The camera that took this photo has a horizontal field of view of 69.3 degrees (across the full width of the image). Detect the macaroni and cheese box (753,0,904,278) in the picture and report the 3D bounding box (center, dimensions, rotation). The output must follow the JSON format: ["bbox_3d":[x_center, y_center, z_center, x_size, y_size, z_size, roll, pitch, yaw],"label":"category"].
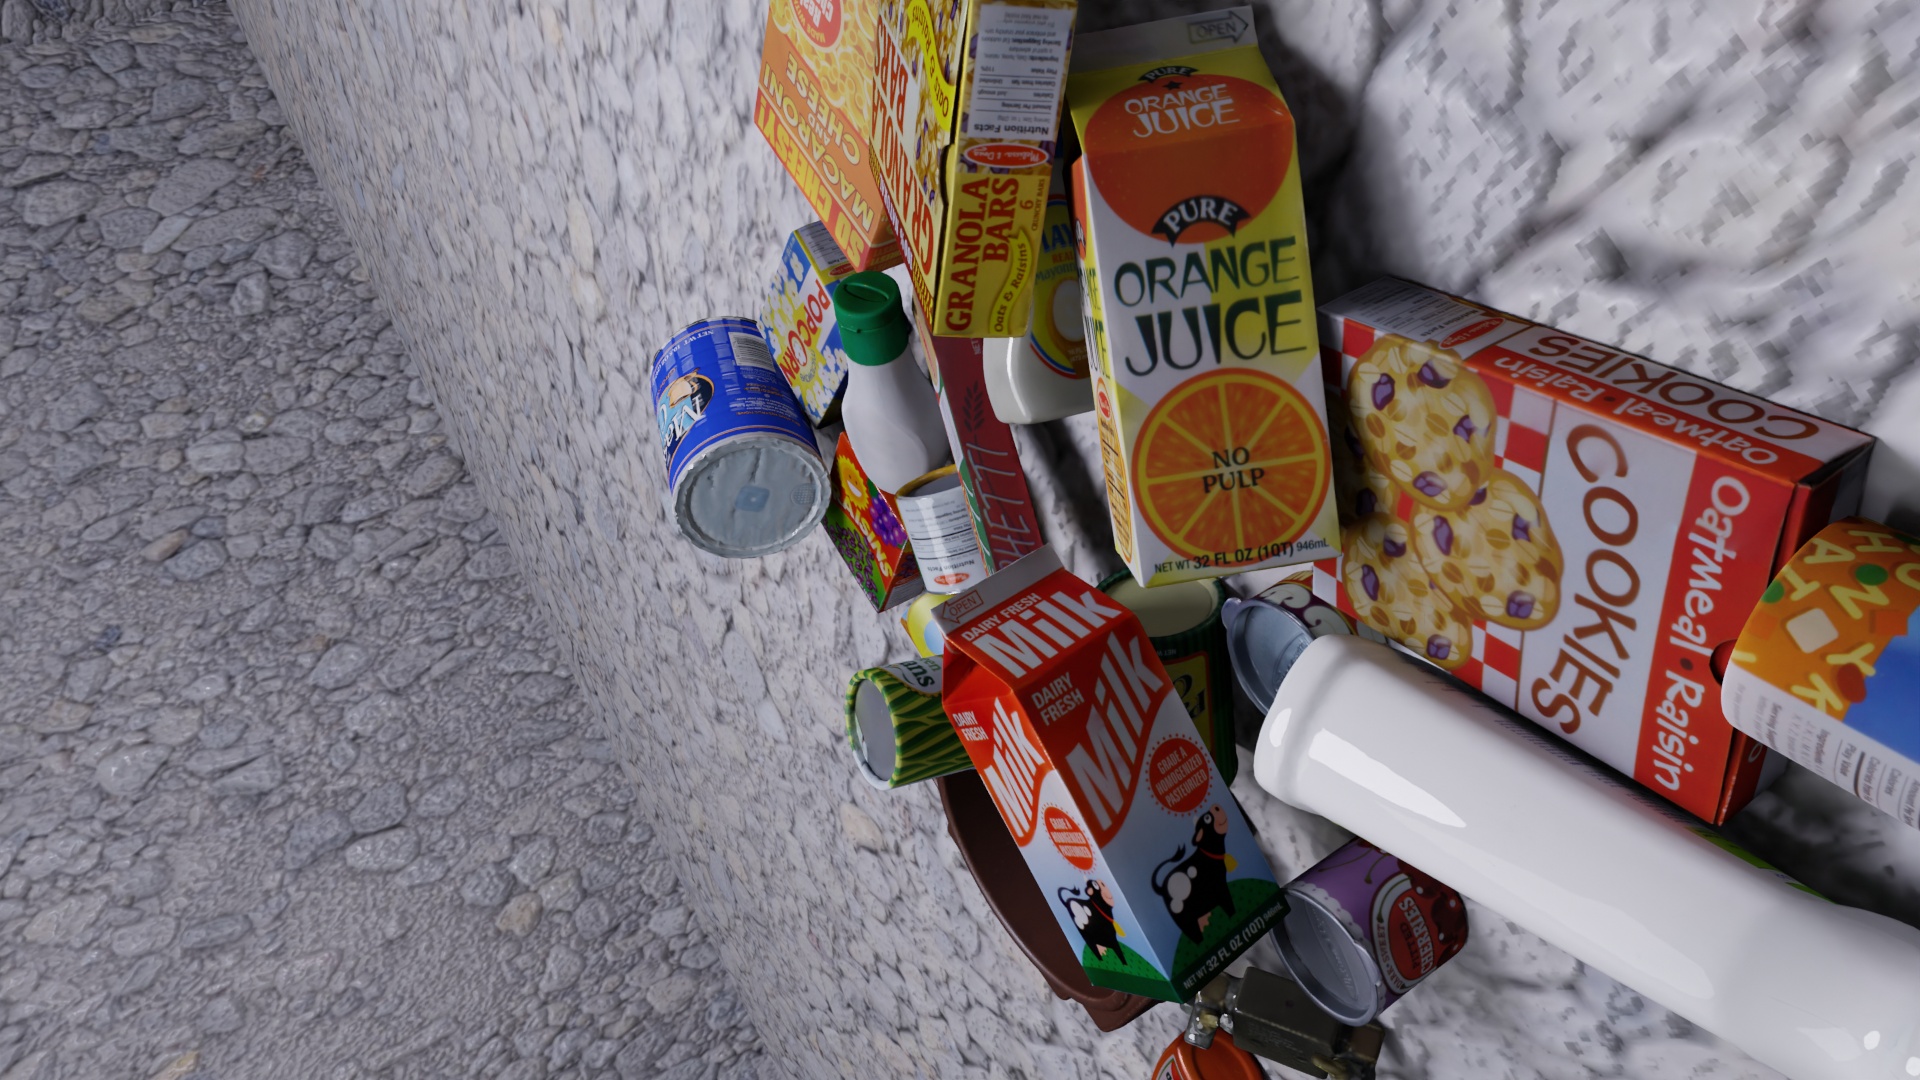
[{"bbox_3d":[-0.051,-0.233,0.706,0.124,0.040,0.165,56,154,16],"label":"macaroni and cheese box"}]

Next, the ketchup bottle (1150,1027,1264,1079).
[{"bbox_3d":[0.146,0.354,0.878,0.065,0.044,0.148,52,154,24],"label":"ketchup bottle"}]

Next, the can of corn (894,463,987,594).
[{"bbox_3d":[0.003,-0.010,0.788,0.071,0.071,0.058,10,121,61],"label":"can of corn"}]

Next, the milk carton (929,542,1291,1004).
[{"bbox_3d":[0.058,0.099,0.612,0.190,0.072,0.073,63,152,-2],"label":"milk carton"}]

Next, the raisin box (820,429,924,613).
[{"bbox_3d":[-0.050,-0.016,0.917,0.086,0.040,0.122,57,156,17],"label":"raisin box"}]

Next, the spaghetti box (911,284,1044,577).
[{"bbox_3d":[0.020,-0.016,0.712,0.050,0.029,0.250,108,146,-81],"label":"spaghetti box"}]

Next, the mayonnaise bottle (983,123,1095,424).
[{"bbox_3d":[0.034,-0.128,0.612,0.041,0.065,0.147,11,114,61],"label":"mayonnaise bottle"}]

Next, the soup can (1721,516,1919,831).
[{"bbox_3d":[0.249,0.038,0.343,0.084,0.071,0.071,38,145,45],"label":"soup can"}]

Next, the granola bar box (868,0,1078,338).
[{"bbox_3d":[-0.003,-0.172,0.538,0.166,0.039,0.123,-108,21,-52],"label":"granola bar box"}]

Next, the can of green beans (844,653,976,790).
[{"bbox_3d":[-0.023,0.097,0.754,0.071,0.058,0.071,23,117,57],"label":"can of green beans"}]

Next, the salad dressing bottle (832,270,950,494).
[{"bbox_3d":[-0.042,-0.087,0.790,0.064,0.044,0.147,22,150,22],"label":"salad dressing bottle"}]

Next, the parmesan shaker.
[{"bbox_3d":[0.095,0.070,0.671,0.071,0.071,0.102,33,141,49],"label":"parmesan shaker"}]

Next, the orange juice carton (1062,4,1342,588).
[{"bbox_3d":[0.081,-0.086,0.495,0.073,0.072,0.192,-100,1,-80],"label":"orange juice carton"}]

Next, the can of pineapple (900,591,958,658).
[{"bbox_3d":[0.006,0.055,0.842,0.058,0.071,0.070,57,155,16],"label":"can of pineapple"}]

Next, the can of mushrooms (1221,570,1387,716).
[{"bbox_3d":[0.146,0.046,0.591,0.071,0.033,0.070,45,150,35],"label":"can of mushrooms"}]

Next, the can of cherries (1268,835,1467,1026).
[{"bbox_3d":[0.180,0.170,0.613,0.072,0.058,0.071,45,149,37],"label":"can of cherries"}]

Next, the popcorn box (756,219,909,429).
[{"bbox_3d":[-0.082,-0.133,0.866,0.085,0.038,0.126,60,155,8],"label":"popcorn box"}]

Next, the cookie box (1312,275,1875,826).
[{"bbox_3d":[0.188,-0.003,0.451,0.168,0.040,0.122,36,143,47],"label":"cookie box"}]
